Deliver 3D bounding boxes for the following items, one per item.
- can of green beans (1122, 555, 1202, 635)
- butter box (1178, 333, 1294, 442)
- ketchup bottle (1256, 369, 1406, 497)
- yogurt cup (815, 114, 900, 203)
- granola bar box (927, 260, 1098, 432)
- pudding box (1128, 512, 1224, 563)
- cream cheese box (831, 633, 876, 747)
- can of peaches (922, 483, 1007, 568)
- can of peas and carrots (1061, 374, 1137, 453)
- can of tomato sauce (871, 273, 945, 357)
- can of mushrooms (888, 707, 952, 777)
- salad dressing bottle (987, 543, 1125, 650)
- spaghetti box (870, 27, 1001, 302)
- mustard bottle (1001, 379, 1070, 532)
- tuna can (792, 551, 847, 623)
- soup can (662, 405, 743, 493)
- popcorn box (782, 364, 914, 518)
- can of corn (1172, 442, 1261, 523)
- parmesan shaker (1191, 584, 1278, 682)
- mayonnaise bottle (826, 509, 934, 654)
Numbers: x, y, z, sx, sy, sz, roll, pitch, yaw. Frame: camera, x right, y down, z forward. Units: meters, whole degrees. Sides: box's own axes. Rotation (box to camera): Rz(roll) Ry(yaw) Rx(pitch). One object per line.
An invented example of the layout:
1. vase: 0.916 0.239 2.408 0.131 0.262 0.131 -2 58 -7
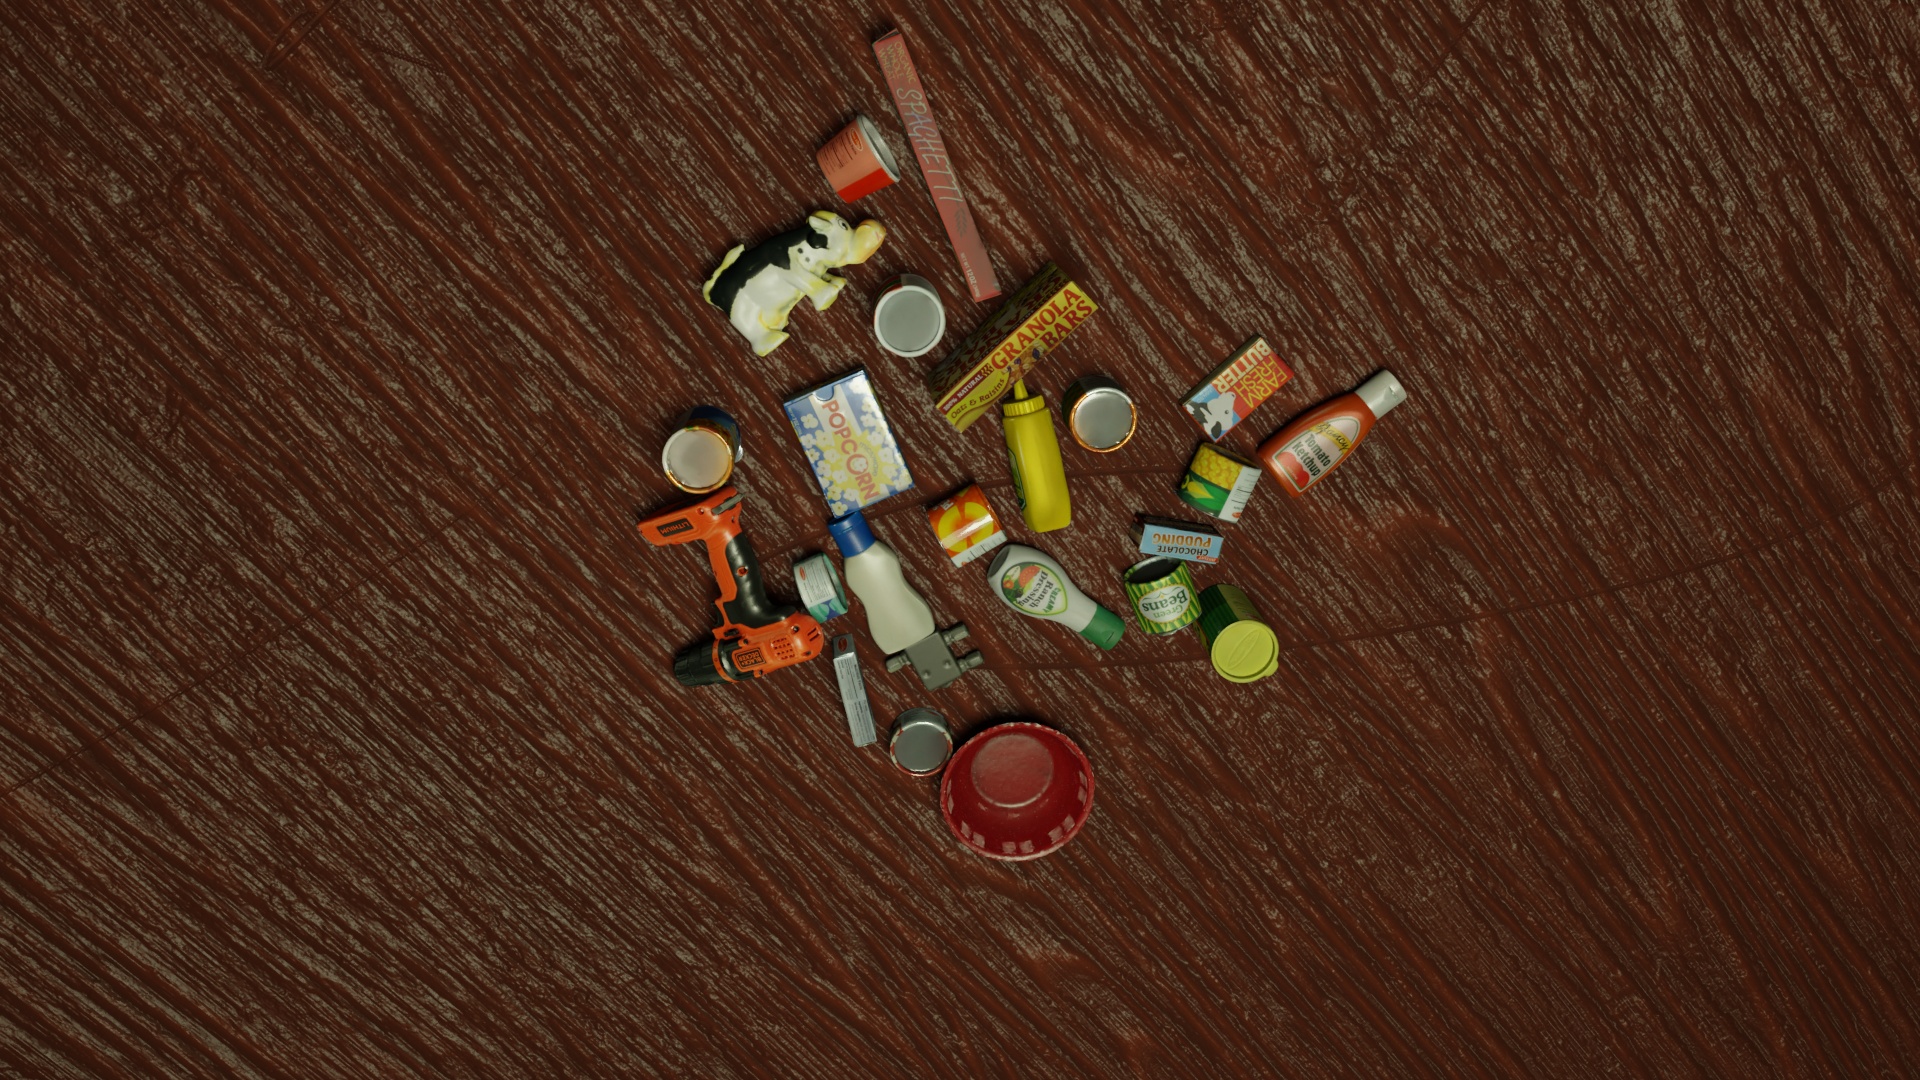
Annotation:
1. can of green beans: 0.203 0.054 1.401 0.071 0.071 0.057 -22 108 3
2. butter box: 0.270 -0.149 1.362 0.103 0.024 0.053 -41 106 9
3. ketchup bottle: 0.369 -0.110 1.373 0.148 0.044 0.064 -38 107 7
4. yogurt cup: -0.094 -0.341 1.253 0.054 0.073 0.072 -29 108 14
5. granola bar box: 0.043 -0.182 1.282 0.165 0.124 0.039 -42 108 9
6. pudding box: 0.216 -0.002 1.393 0.084 0.050 0.030 9 106 -7
7. cream cheese box: -0.109 0.153 1.416 0.024 0.053 0.103 -13 109 -2
8. can of peaches: 0.005 -0.017 1.363 0.058 0.071 0.071 -30 108 6
9. can of peas and carrots: 0.134 -0.120 1.343 0.071 0.059 0.070 -1 108 -3
10. can of tomato sauce: -0.049 -0.208 1.288 0.071 0.083 0.071 -1 108 -4
11. can of mushrooms: -0.042 0.213 1.451 0.071 0.033 0.070 -2 108 -5
12. salad dressing bottle: 0.099 0.059 1.406 0.147 0.044 0.064 32 104 -14
13. spaghetti box: -0.022 -0.339 1.265 0.029 0.050 0.249 -23 108 2
14. mustard bottle: 0.070 -0.090 1.348 0.049 0.065 0.159 -15 103 -5
15. tuna can: -0.138 0.048 1.375 0.033 0.071 0.071 -22 108 2
16. soup can: -0.241 -0.085 1.312 0.071 0.084 0.071 -1 108 -4
17. popcorn box: -0.107 -0.095 1.344 0.085 0.038 0.126 -22 109 4
18. can of corn: 0.253 -0.059 1.370 0.071 0.071 0.058 21 105 -11
19. parmesan shaker: 0.276 0.094 1.400 0.071 0.103 0.071 -1 108 -3
20. mayonnaise bottle: -0.083 0.038 1.388 0.065 0.041 0.147 -27 107 3
